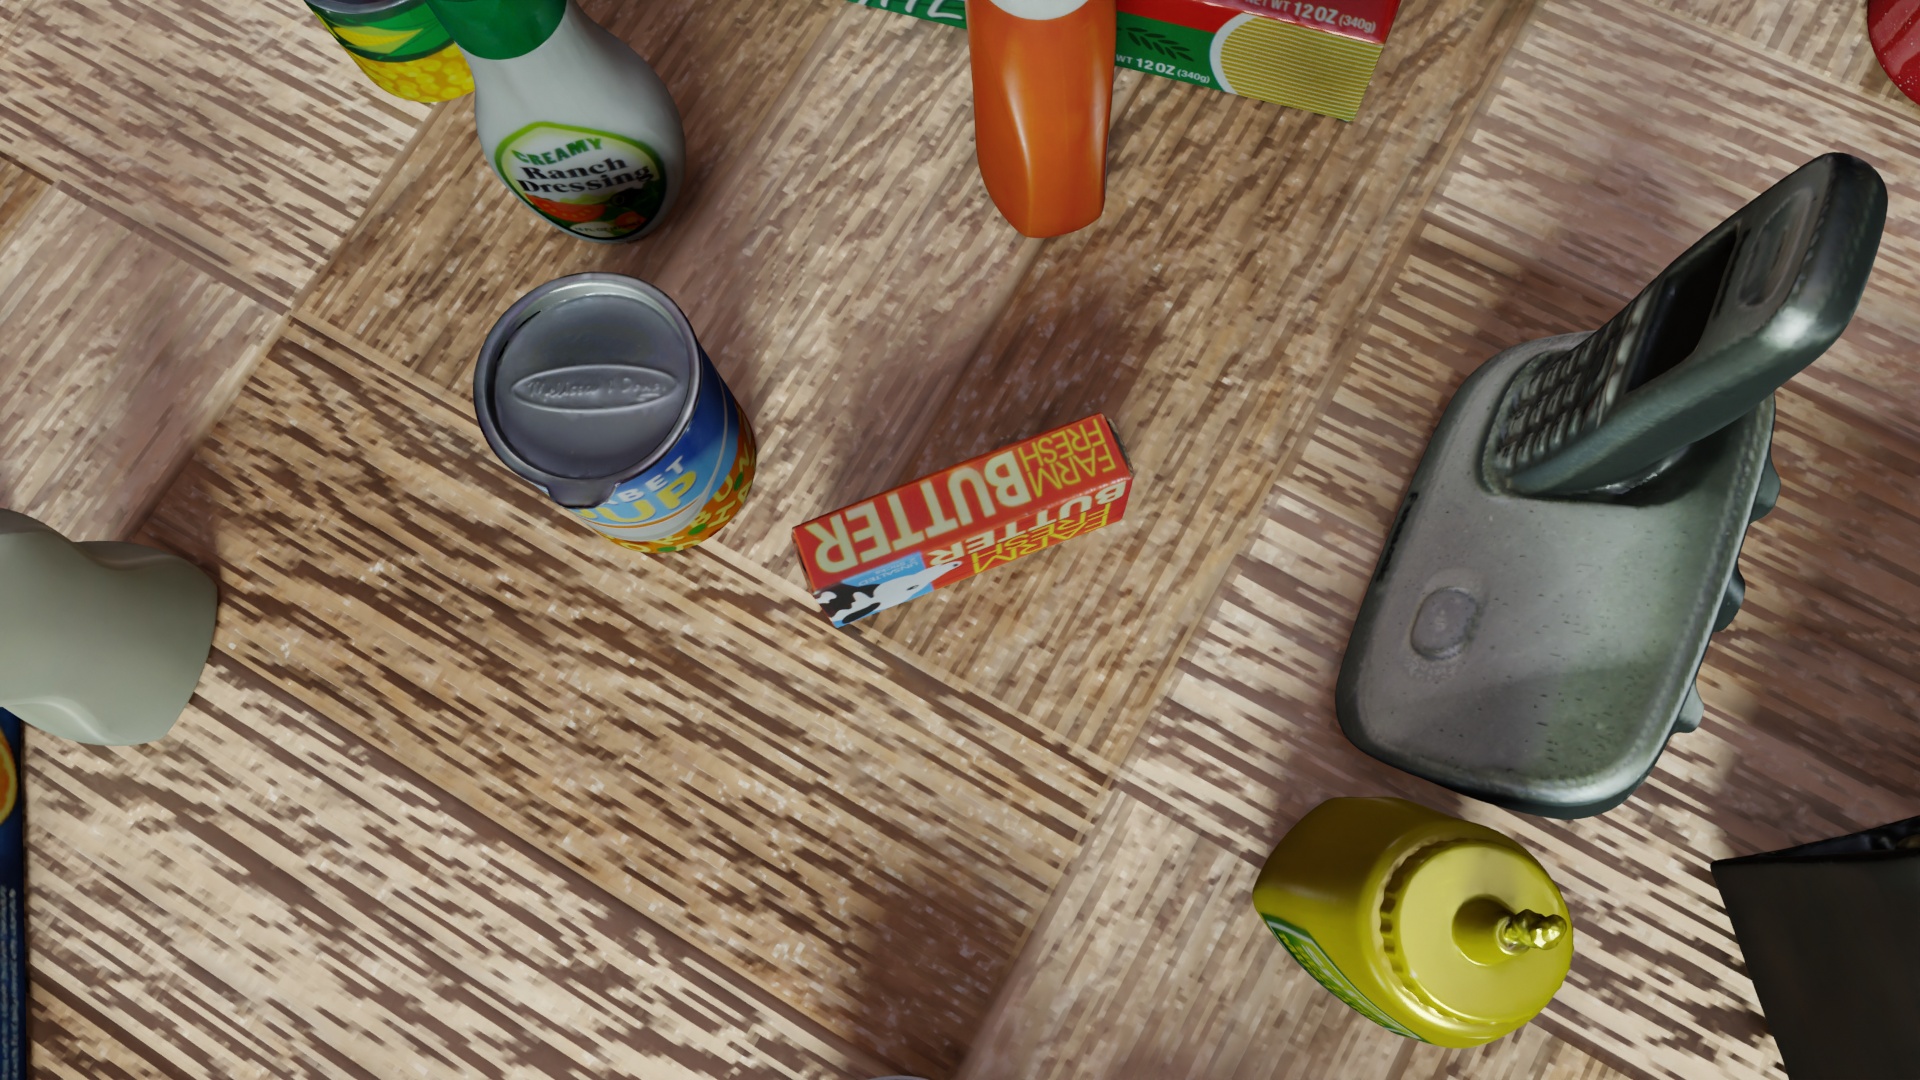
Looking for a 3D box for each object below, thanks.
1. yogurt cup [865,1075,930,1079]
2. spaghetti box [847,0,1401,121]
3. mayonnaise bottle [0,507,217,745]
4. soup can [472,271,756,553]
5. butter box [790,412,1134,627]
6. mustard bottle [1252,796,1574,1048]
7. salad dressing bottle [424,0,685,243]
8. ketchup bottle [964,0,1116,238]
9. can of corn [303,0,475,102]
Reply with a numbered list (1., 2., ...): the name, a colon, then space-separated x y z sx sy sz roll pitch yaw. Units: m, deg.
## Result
1. yogurt cup: -0.015 0.182 0.387 0.072 0.054 0.072 -1 76 3
2. spaghetti box: 0.024 -0.199 0.486 0.250 0.050 0.029 16 77 7
3. mayonnaise bottle: -0.274 0.020 0.395 0.041 0.147 0.065 11 77 6
4. soup can: -0.104 -0.034 0.433 0.071 0.083 0.071 -1 76 3
5. butter box: 0.002 -0.005 0.435 0.103 0.053 0.024 -21 76 -2
6. mustard bottle: 0.114 0.095 0.347 0.065 0.160 0.049 40 82 12
7. salad dressing bottle: -0.128 -0.143 0.430 0.064 0.147 0.044 -5 76 2
8. ketchup bottle: 0.024 -0.151 0.422 0.043 0.148 0.065 -16 76 -1
9. can of corn: -0.200 -0.199 0.495 0.071 0.058 0.071 -1 76 3
